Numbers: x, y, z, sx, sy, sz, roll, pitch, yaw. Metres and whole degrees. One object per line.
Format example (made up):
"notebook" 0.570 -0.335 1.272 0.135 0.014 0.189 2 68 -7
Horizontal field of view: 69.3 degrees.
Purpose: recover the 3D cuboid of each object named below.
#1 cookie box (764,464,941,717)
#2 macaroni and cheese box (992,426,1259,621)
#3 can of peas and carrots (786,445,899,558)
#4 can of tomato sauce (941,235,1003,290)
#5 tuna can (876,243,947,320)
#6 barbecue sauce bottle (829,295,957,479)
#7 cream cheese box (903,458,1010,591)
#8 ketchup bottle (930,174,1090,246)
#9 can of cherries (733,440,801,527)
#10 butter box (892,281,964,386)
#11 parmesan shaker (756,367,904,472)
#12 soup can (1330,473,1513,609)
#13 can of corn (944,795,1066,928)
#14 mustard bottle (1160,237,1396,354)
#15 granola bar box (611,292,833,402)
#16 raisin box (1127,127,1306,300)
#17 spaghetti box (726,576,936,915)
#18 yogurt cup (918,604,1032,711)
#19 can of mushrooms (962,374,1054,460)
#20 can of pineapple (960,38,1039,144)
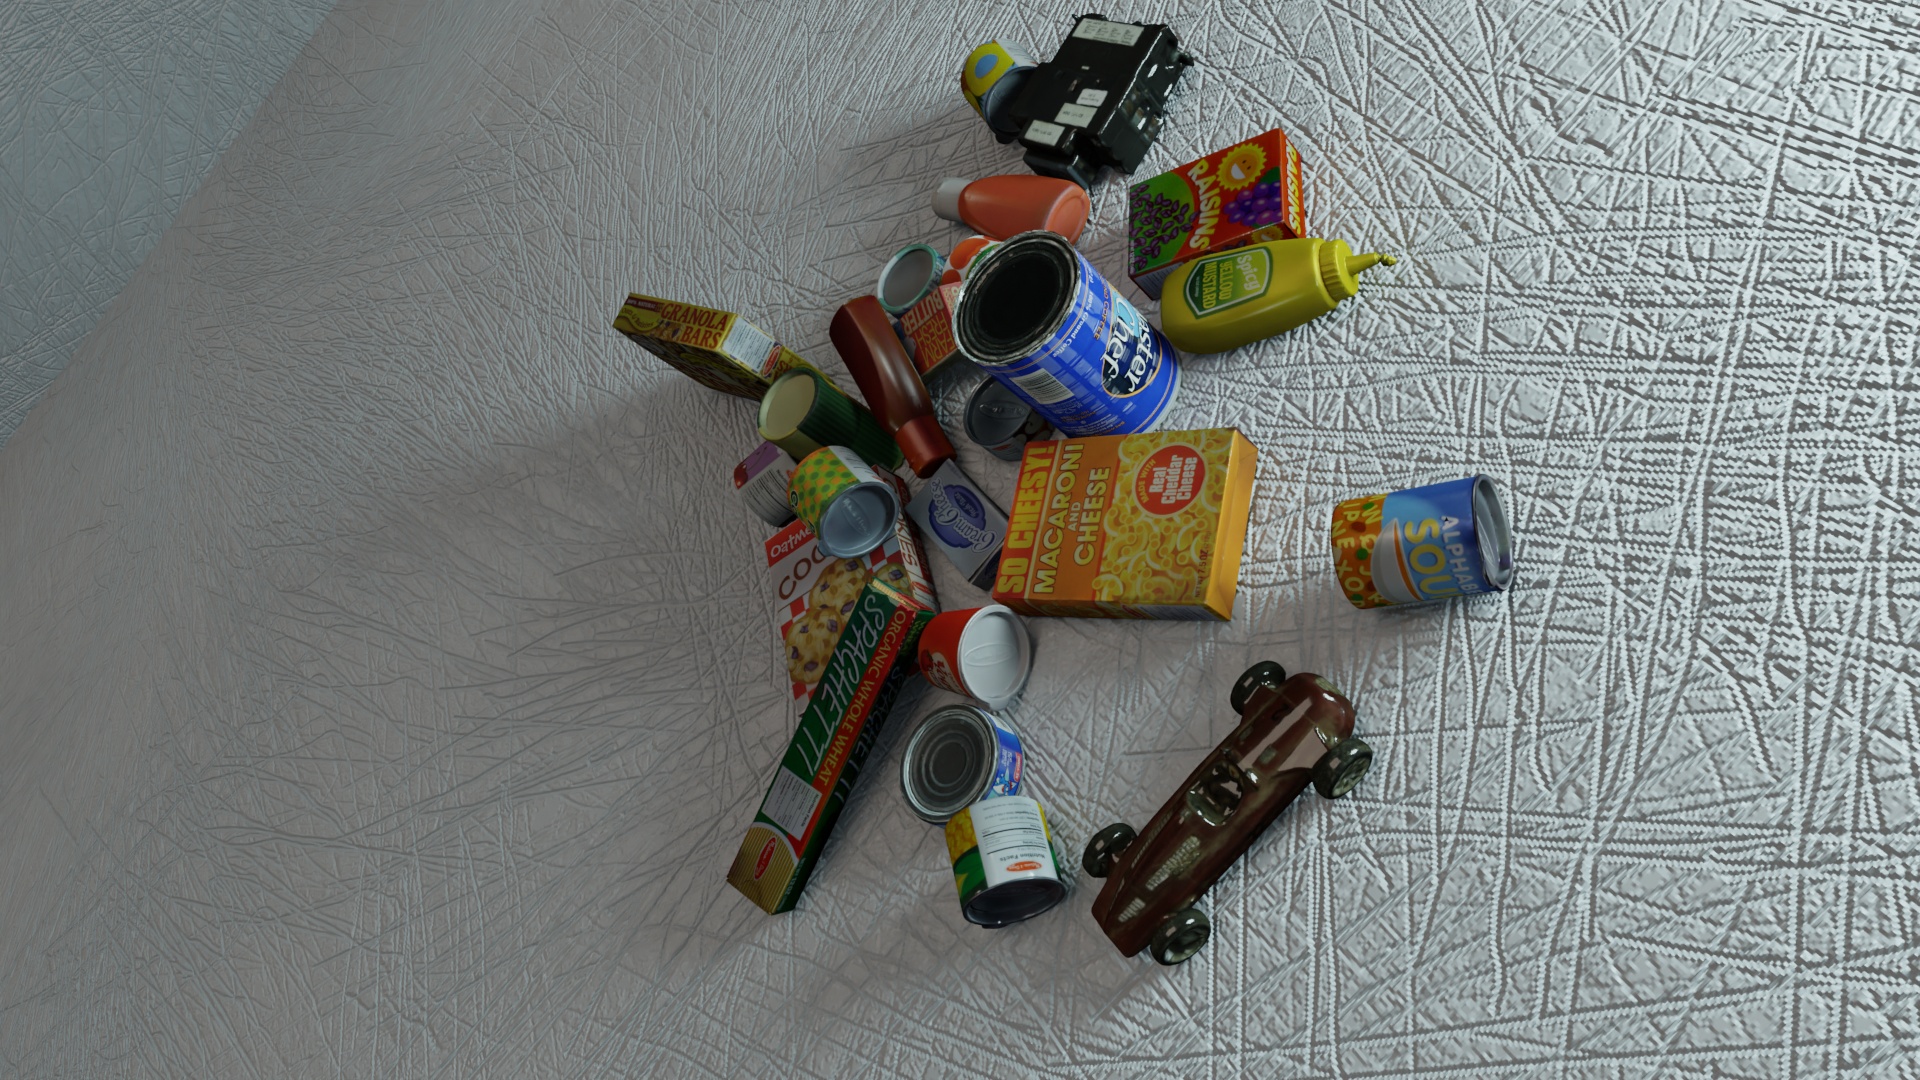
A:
"cookie box" -0.082 0.041 1.070 0.122 0.040 0.168 -33 51 21
"macaroni and cheese box" 0.110 -0.009 0.940 0.166 0.040 0.124 -1 67 38
"can of peas and carrots" -0.090 -0.027 1.036 0.071 0.071 0.059 -51 47 6
"can of tomato sauce" 0.036 -0.199 1.083 0.083 0.071 0.071 31 89 45
"tuna can" -0.035 -0.215 1.172 0.071 0.033 0.071 -19 57 31
"barbecue sauce bottle" -0.053 -0.118 1.096 0.044 0.064 0.149 -22 71 -22
"cream cheese box" 0.004 -0.013 1.039 0.053 0.024 0.104 -50 46 8
"ketchup bottle" 0.035 -0.271 1.138 0.149 0.043 0.065 25 84 44
"can of cherries" -0.145 -0.054 1.155 0.058 0.071 0.072 -39 49 18
"butter box" -0.023 -0.160 1.100 0.103 0.024 0.053 -28 80 57
"parmesan shaker" -0.102 -0.088 1.110 0.071 0.103 0.071 -19 57 31
"soup can" 0.262 0.004 0.791 0.083 0.071 0.071 -12 61 35
"can of corn" 0.026 0.204 0.879 0.071 0.071 0.058 -33 50 22
"mustard bottle" 0.214 -0.172 0.937 0.160 0.049 0.065 -12 62 34
"granola bar box" -0.211 -0.164 1.223 0.165 0.124 0.039 18 80 43
"raisin box" 0.183 -0.233 1.001 0.123 0.040 0.086 -15 58 34
"spaghetti box" -0.093 0.147 0.993 0.050 0.029 0.249 29 98 28
"yogurt cup" 0.008 0.078 0.962 0.054 0.072 0.072 0 67 48
"can of mushrooms" 0.039 -0.097 1.050 0.071 0.033 0.071 -19 57 32
"can of pineapple" 0.039 -0.382 1.179 0.071 0.071 0.058 -42 47 14
